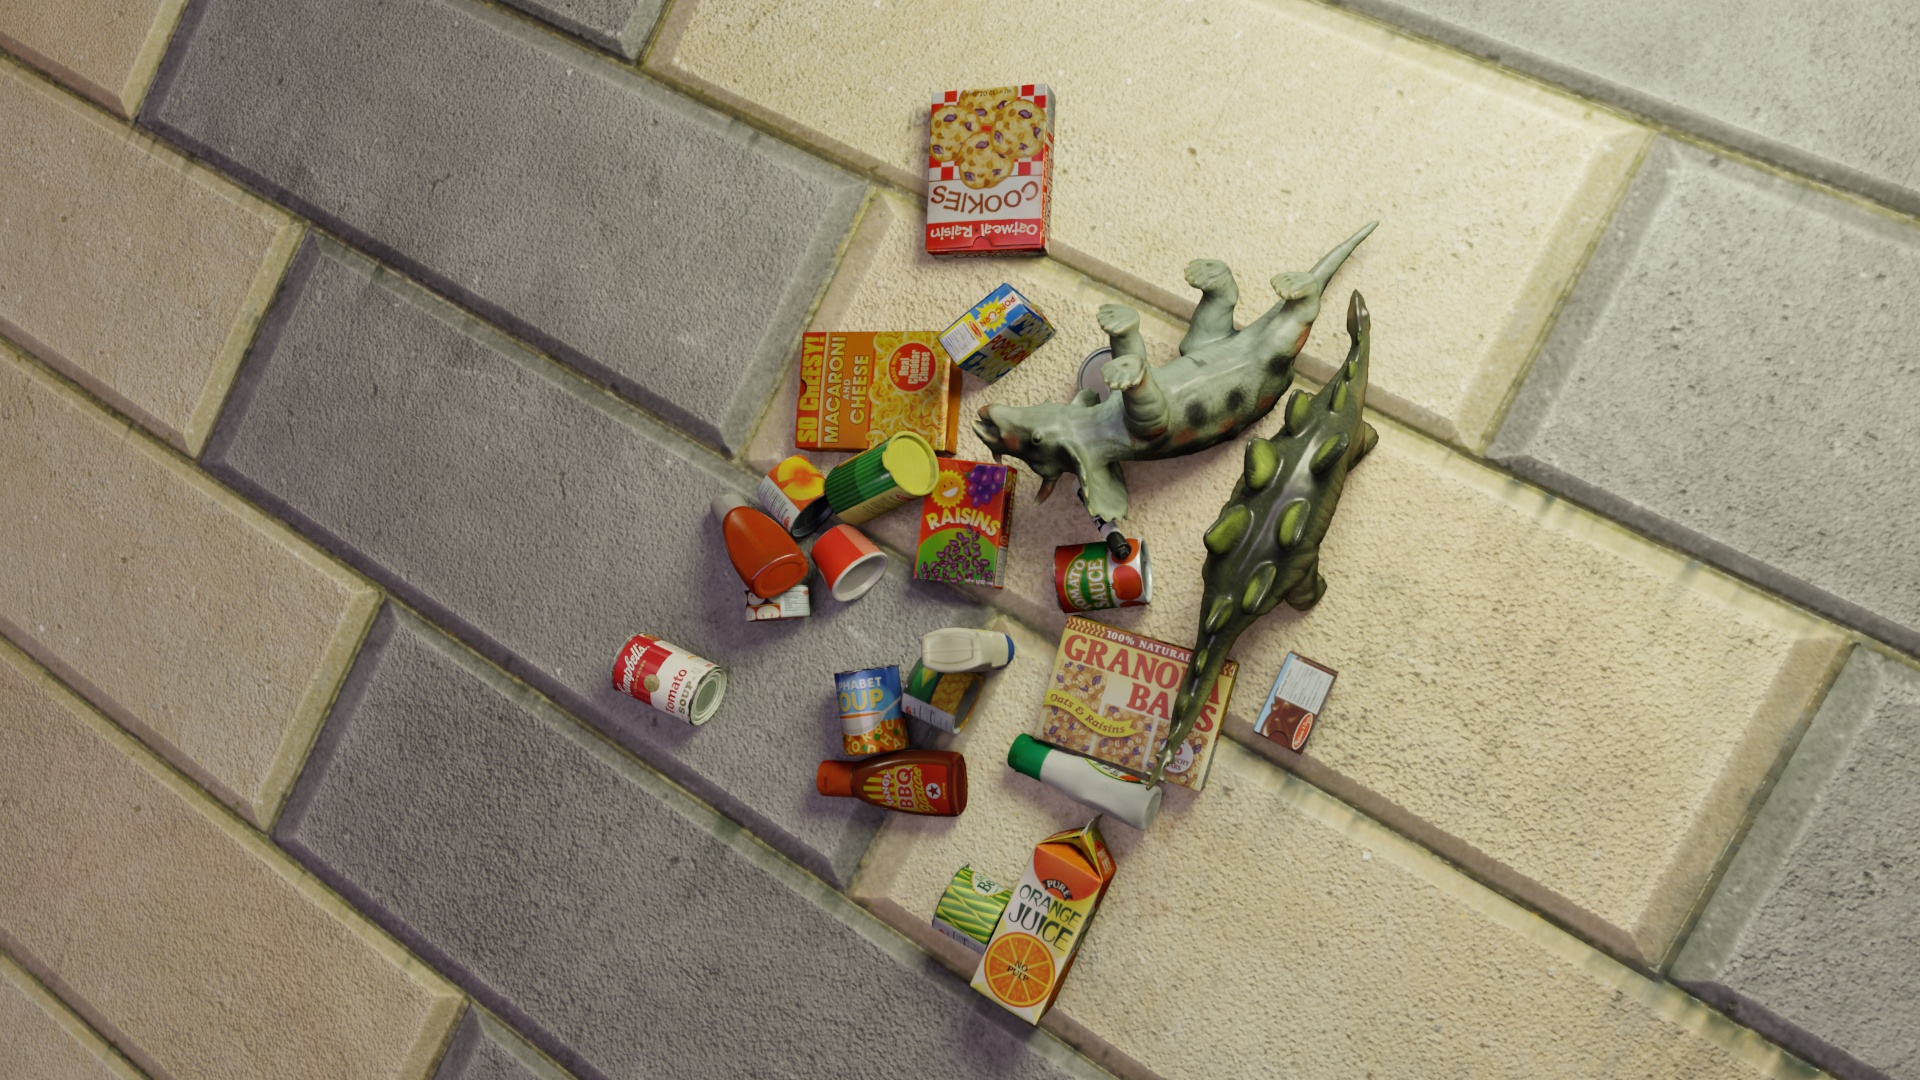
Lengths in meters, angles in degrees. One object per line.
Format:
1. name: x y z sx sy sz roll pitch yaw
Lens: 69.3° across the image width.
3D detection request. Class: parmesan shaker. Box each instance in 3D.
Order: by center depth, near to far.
1. parmesan shaker: -0.081 -0.061 1.380 0.102 0.071 0.071 -23 78 44

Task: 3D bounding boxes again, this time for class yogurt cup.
1. yogurt cup: -0.115 0.020 1.409 0.072 0.072 0.054 -45 66 10

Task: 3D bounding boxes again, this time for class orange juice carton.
1. orange juice carton: 0.088 0.346 1.310 0.073 0.072 0.192 26 94 18

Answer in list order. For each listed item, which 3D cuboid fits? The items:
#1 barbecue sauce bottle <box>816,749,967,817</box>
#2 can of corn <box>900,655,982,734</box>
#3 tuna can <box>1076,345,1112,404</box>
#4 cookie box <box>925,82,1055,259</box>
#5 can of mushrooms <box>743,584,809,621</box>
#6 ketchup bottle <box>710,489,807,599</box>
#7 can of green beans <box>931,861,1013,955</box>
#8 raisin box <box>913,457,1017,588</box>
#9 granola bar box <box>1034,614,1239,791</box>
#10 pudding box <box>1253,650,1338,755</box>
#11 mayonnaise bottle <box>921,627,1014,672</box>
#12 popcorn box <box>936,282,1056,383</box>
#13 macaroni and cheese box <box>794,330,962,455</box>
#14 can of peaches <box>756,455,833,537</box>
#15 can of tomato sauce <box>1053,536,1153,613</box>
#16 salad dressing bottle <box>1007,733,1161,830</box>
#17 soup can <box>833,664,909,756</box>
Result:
1. barbecue sauce bottle: -0.069 0.240 1.384 0.148 0.044 0.064 -1 101 18
2. can of corn: -0.017 0.147 1.365 0.058 0.071 0.071 23 93 18
3. tuna can: 0.151 -0.155 1.351 0.071 0.033 0.071 -1 85 18
4. cookie box: 0.030 -0.372 1.405 0.123 0.040 0.167 1 86 18
5. can of mushrooms: -0.190 0.065 1.428 0.071 0.071 0.033 -6 85 18
6. ketchup bottle: -0.213 -0.002 1.420 0.065 0.043 0.149 -30 43 -13
7. can of green beans: 0.014 0.356 1.336 0.058 0.071 0.071 25 94 18
8. raisin box: 0.005 -0.017 1.385 0.086 0.040 0.123 6 87 19
9. granola bar box: 0.167 0.152 1.317 0.165 0.039 0.124 16 91 19
10. pudding box: 0.308 0.148 1.277 0.050 0.030 0.083 25 93 17
11. mayonnaise bottle: 0.014 0.104 1.314 0.065 0.148 0.041 -5 85 18
12. popcorn box: 0.037 -0.199 1.344 0.085 0.127 0.038 -38 79 12
13. macaroni and cheese box: -0.085 -0.152 1.424 0.166 0.040 0.123 2 85 18
14. can of peaches: -0.165 -0.047 1.430 0.058 0.071 0.071 46 100 16
15. can of tomato sauce: 0.136 0.034 1.321 0.083 0.071 0.071 -7 84 17
16. salad dressing bottle: 0.116 0.227 1.319 0.148 0.064 0.044 20 88 26
17. soup can: -0.090 0.169 1.383 0.071 0.071 0.084 -10 83 17
